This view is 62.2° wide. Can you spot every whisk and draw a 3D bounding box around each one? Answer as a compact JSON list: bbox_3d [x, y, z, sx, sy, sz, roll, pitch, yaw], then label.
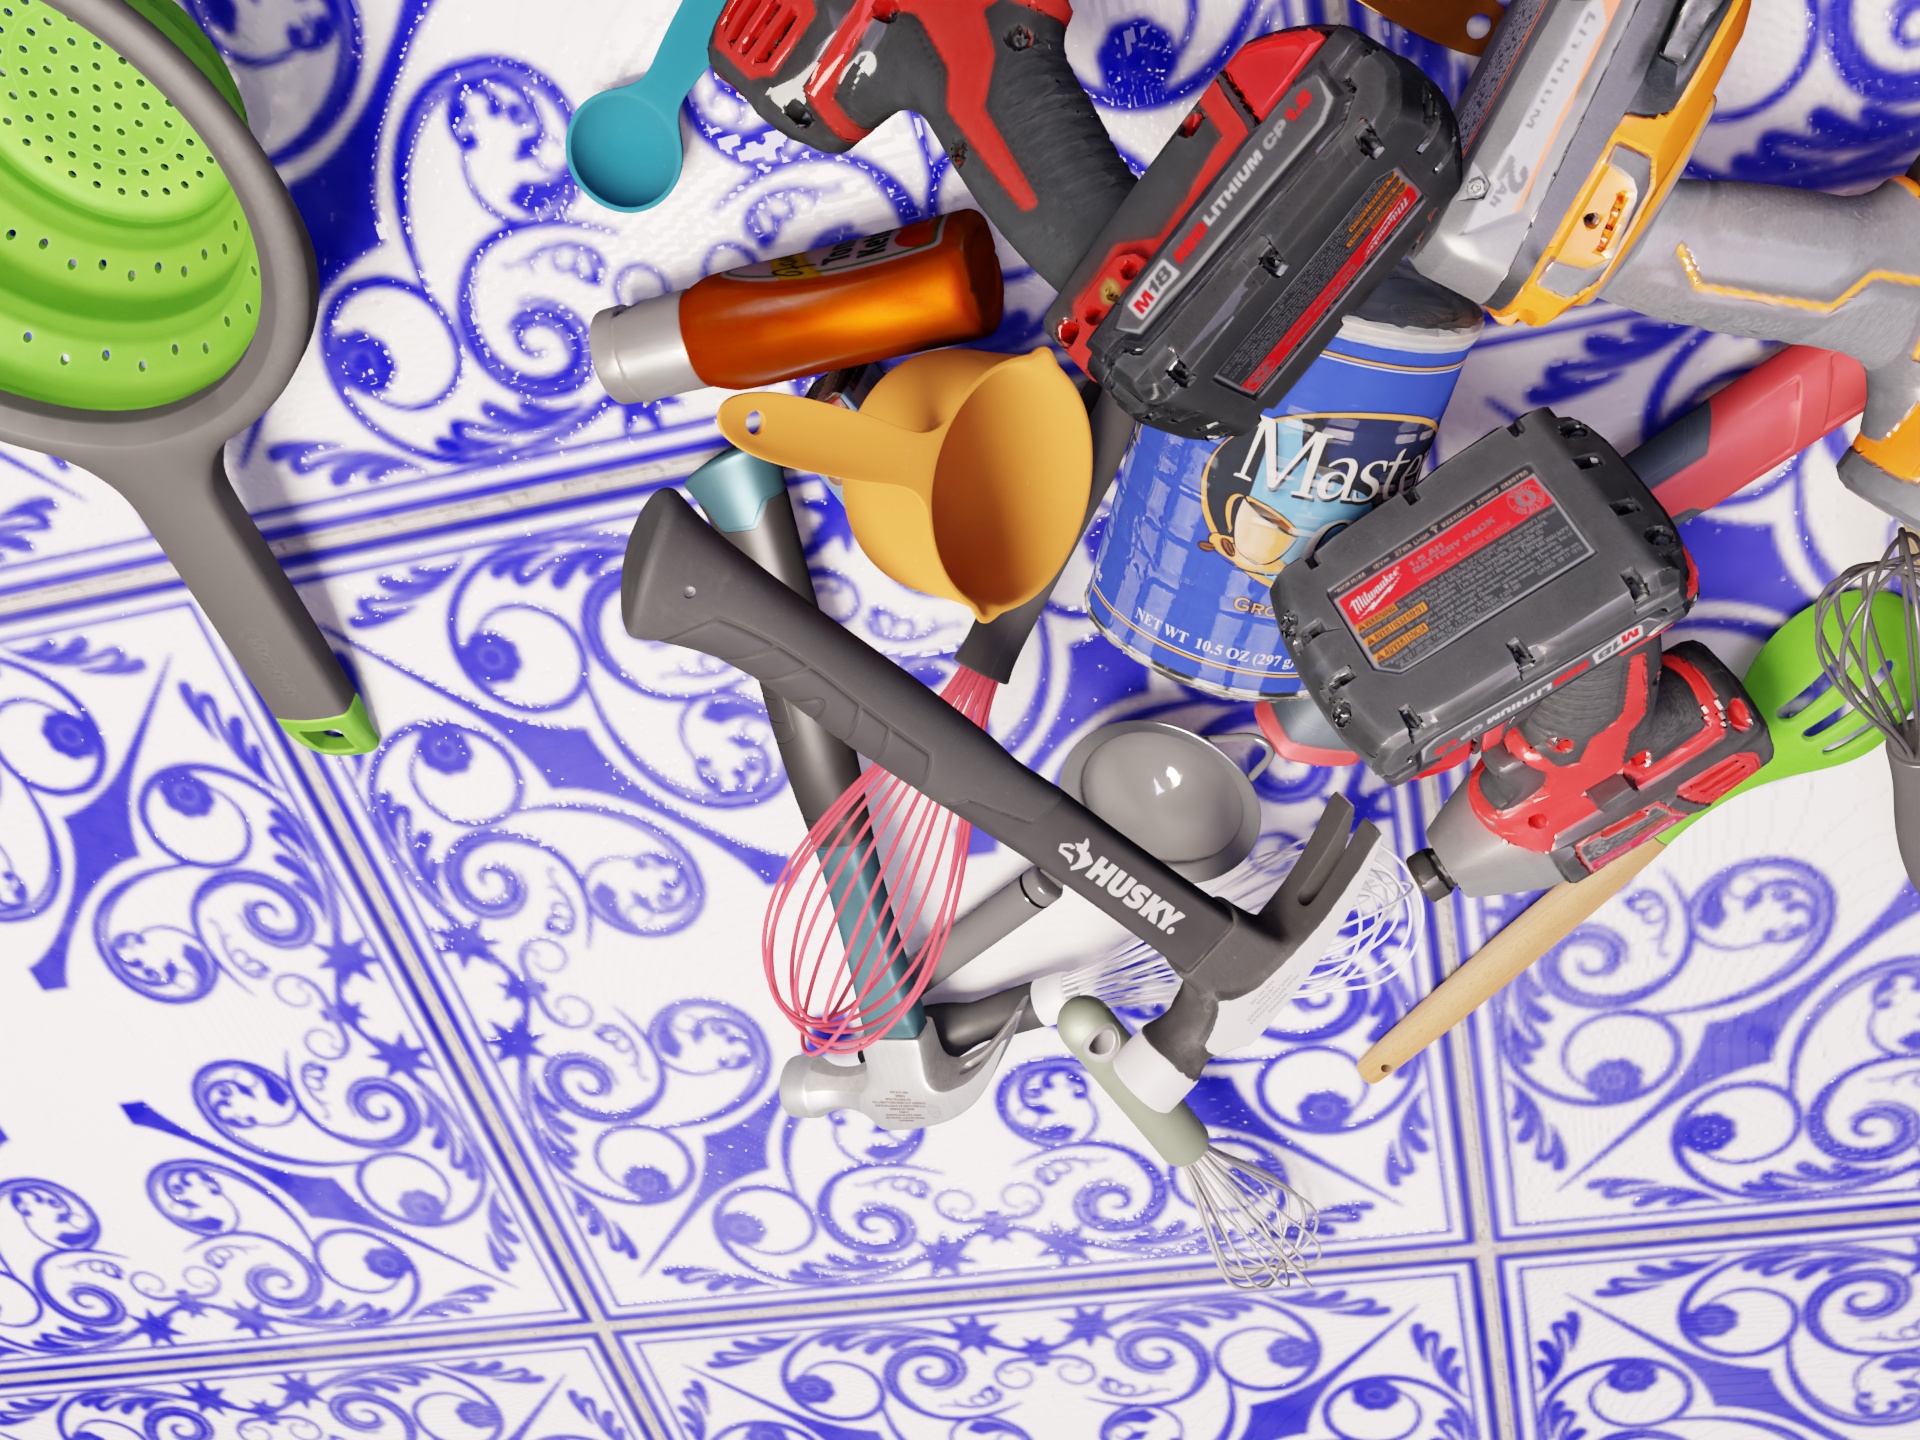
[{"bbox_3d":[0.073,0.120,0.728,0.284,0.070,0.070,-22,116,24],"label":"whisk"},{"bbox_3d":[0.365,0.012,0.602,0.055,0.055,0.238,-24,135,19],"label":"whisk"},{"bbox_3d":[0.109,0.203,0.750,0.058,0.059,0.246,-41,125,-5],"label":"whisk"},{"bbox_3d":[-0.001,-0.002,0.616,0.073,0.073,0.296,25,97,-8],"label":"whisk"}]

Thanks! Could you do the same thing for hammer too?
[{"bbox_3d":[0.264,-0.108,0.580,0.386,0.038,0.143,-35,110,24],"label":"hammer"},{"bbox_3d":[-0.056,0.038,0.686,0.128,0.033,0.330,-3,115,23],"label":"hammer"},{"bbox_3d":[0.018,0.023,0.568,0.334,0.035,0.146,36,100,-32],"label":"hammer"}]

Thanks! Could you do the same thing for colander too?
[{"bbox_3d":[-0.305,-0.142,0.607,0.204,0.095,0.396,-3,138,8],"label":"colander"}]

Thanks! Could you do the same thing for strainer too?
[{"bbox_3d":[0.041,0.067,0.709,0.087,0.050,0.258,43,122,-11],"label":"strainer"}]

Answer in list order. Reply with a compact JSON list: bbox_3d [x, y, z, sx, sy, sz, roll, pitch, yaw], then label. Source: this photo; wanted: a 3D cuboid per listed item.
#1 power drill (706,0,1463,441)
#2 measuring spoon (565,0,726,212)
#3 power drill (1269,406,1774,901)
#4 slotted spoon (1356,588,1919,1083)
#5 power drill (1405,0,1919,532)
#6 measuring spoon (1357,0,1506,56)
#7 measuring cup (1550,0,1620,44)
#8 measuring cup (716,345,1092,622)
[{"bbox_3d":[0.042,-0.215,0.474,0.227,0.080,0.188,47,112,19],"label":"power drill"},{"bbox_3d":[-0.094,-0.238,0.560,0.042,0.021,0.128,35,109,-13],"label":"measuring spoon"},{"bbox_3d":[0.201,-0.002,0.566,0.143,0.079,0.219,-34,144,16],"label":"power drill"},{"bbox_3d":[0.282,0.066,0.688,0.070,0.031,0.313,32,120,-13],"label":"slotted spoon"},{"bbox_3d":[0.271,-0.163,0.485,0.226,0.084,0.164,23,117,-4],"label":"power drill"},{"bbox_3d":[0.134,-0.250,0.528,0.117,0.011,0.021,21,120,-10],"label":"measuring spoon"},{"bbox_3d":[0.198,-0.247,0.518,0.062,0.029,0.156,-14,130,13],"label":"measuring cup"},{"bbox_3d":[-0.027,-0.087,0.523,0.052,0.173,0.095,19,100,40],"label":"measuring cup"}]
